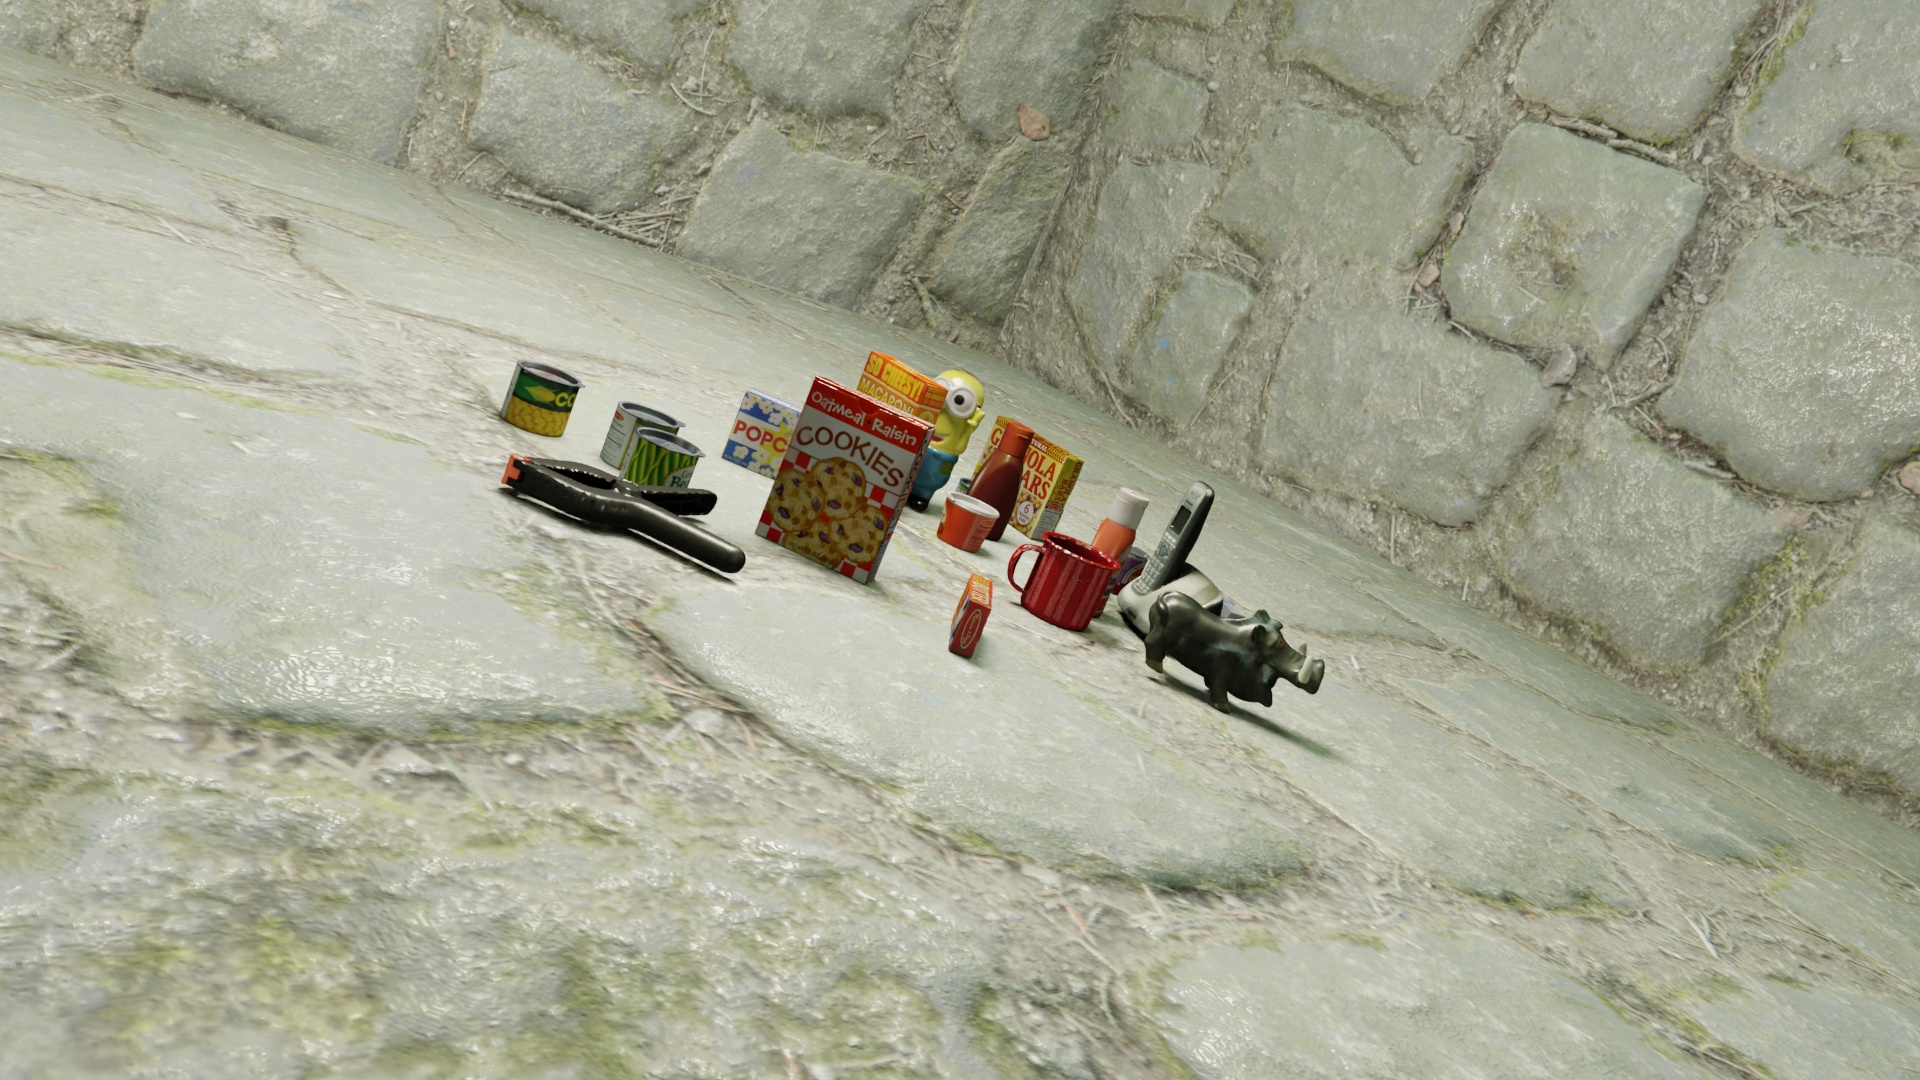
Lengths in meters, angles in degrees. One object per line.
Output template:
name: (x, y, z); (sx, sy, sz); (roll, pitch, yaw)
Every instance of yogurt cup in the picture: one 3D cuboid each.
yogurt cup: (0.006, -0.021, 1.660); (0.072, 0.053, 0.072); (22, 12, -5)

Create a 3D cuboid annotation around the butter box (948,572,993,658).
butter box: (0.010, 0.069, 1.294); (0.024, 0.053, 0.104); (22, 12, -3)

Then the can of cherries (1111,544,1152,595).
can of cherries: (0.201, 0.034, 1.765); (0.071, 0.058, 0.071); (22, 12, -5)

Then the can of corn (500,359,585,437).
can of corn: (-0.421, -0.142, 1.402); (0.071, 0.058, 0.071); (22, 12, -5)

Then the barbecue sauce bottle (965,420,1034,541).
barbecue sauce bottle: (0.049, -0.076, 1.749); (0.065, 0.148, 0.044); (19, 13, -20)

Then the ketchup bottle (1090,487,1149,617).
ketchup bottle: (0.169, 0.013, 1.587); (0.043, 0.148, 0.065); (27, 12, 17)

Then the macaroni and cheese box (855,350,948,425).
macaroni and cheese box: (-0.092, -0.133, 1.694); (0.040, 0.166, 0.124); (11, 17, -44)

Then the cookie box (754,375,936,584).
cookie box: (-0.112, -0.059, 1.349); (0.123, 0.167, 0.040); (25, 12, 8)

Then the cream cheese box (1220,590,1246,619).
cream cheese box: (0.319, 0.098, 1.718); (0.024, 0.053, 0.104); (21, 12, -11)

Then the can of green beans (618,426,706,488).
can of green beans: (-0.290, -0.070, 1.332); (0.071, 0.057, 0.071); (22, 12, -5)

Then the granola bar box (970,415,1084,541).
granola bar box: (0.087, -0.086, 1.915); (0.039, 0.124, 0.166); (13, 16, -39)

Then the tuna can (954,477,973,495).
tuna can: (0.022, -0.058, 1.894); (0.071, 0.032, 0.071); (22, 12, -5)

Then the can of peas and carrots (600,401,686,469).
can of peas and carrots: (-0.322, -0.102, 1.406); (0.071, 0.058, 0.071); (22, 12, -5)

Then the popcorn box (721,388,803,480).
popcorn box: (-0.201, -0.113, 1.604); (0.127, 0.085, 0.038); (23, 12, -2)
